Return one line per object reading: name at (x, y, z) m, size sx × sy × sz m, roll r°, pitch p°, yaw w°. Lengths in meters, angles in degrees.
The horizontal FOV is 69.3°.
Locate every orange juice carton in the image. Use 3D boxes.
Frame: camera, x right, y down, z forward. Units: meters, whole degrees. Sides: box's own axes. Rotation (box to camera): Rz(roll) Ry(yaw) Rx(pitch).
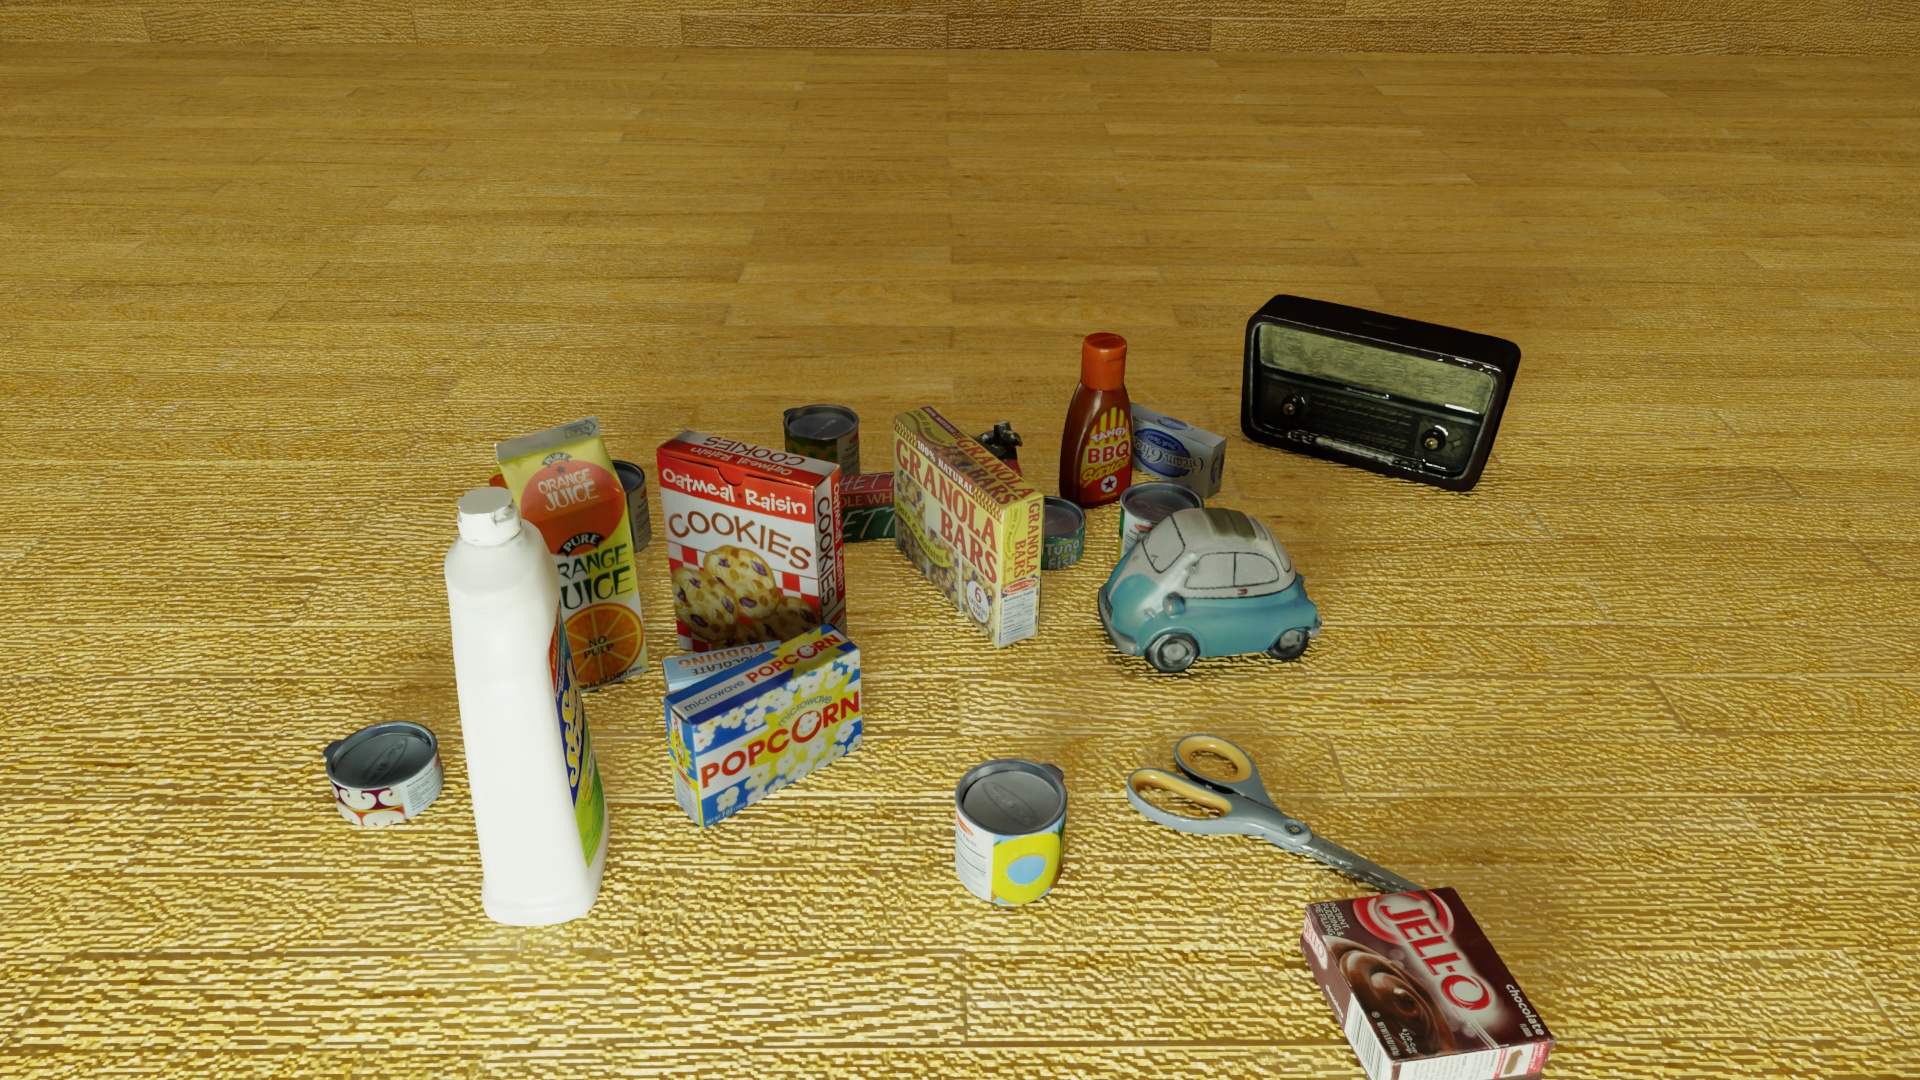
orange juice carton at (-0.270, 0.009, 0.953) m, size 0.072 × 0.191 × 0.073 m, roll -19°, pitch 37°, yaw -28°

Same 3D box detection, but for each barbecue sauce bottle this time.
barbecue sauce bottle at (0.118, -0.102, 1.180) m, size 0.065 × 0.147 × 0.044 m, roll -15°, pitch 35°, yaw -23°

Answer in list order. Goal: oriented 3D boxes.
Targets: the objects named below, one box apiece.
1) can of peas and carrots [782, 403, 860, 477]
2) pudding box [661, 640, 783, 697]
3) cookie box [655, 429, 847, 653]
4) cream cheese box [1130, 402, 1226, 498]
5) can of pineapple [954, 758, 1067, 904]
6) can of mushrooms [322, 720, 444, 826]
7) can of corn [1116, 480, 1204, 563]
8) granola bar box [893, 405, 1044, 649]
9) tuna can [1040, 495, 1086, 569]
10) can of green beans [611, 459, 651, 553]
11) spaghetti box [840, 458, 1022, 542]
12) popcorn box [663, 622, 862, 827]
can of peas and carrots at (-0.124, -0.081, 1.224) m, size 0.071 × 0.058 × 0.071 m, roll 1°, pitch 32°, yaw 0°
pudding box at (-0.158, 0.101, 0.943) m, size 0.084 × 0.049 × 0.030 m, roll -9°, pitch 33°, yaw -15°
cookie box at (-0.144, 0.014, 0.971) m, size 0.123 × 0.166 × 0.040 m, roll 13°, pitch 34°, yaw 19°
cream cheese box at (0.186, -0.081, 1.236) m, size 0.104 × 0.053 × 0.024 m, roll 26°, pitch 40°, yaw 35°
can of pineapple at (0.031, 0.172, 0.825) m, size 0.071 × 0.057 × 0.071 m, roll 1°, pitch 32°, yaw 0°
can of mushrooms at (-0.366, 0.147, 0.880) m, size 0.071 × 0.033 × 0.071 m, roll 1°, pitch 32°, yaw 0°
can of corn at (0.161, -0.008, 1.115) m, size 0.071 × 0.058 × 0.071 m, roll 1°, pitch 32°, yaw 0°
granola bar box at (0.004, -0.013, 1.058) m, size 0.039 × 0.123 × 0.166 m, roll -16°, pitch 36°, yaw -25°
tuna can at (0.070, -0.006, 1.133) m, size 0.071 × 0.032 × 0.071 m, roll 1°, pitch 32°, yaw 0°
can of green beans at (-0.288, -0.025, 1.133) m, size 0.071 × 0.057 × 0.071 m, roll 1°, pitch 32°, yaw 0°
spaghetti box at (-0.072, -0.028, 1.150) m, size 0.250 × 0.050 × 0.029 m, roll -7°, pitch 33°, yaw -12°
popcorn box at (-0.123, 0.116, 0.885) m, size 0.127 × 0.084 × 0.038 m, roll -24°, pitch 39°, yaw -34°
